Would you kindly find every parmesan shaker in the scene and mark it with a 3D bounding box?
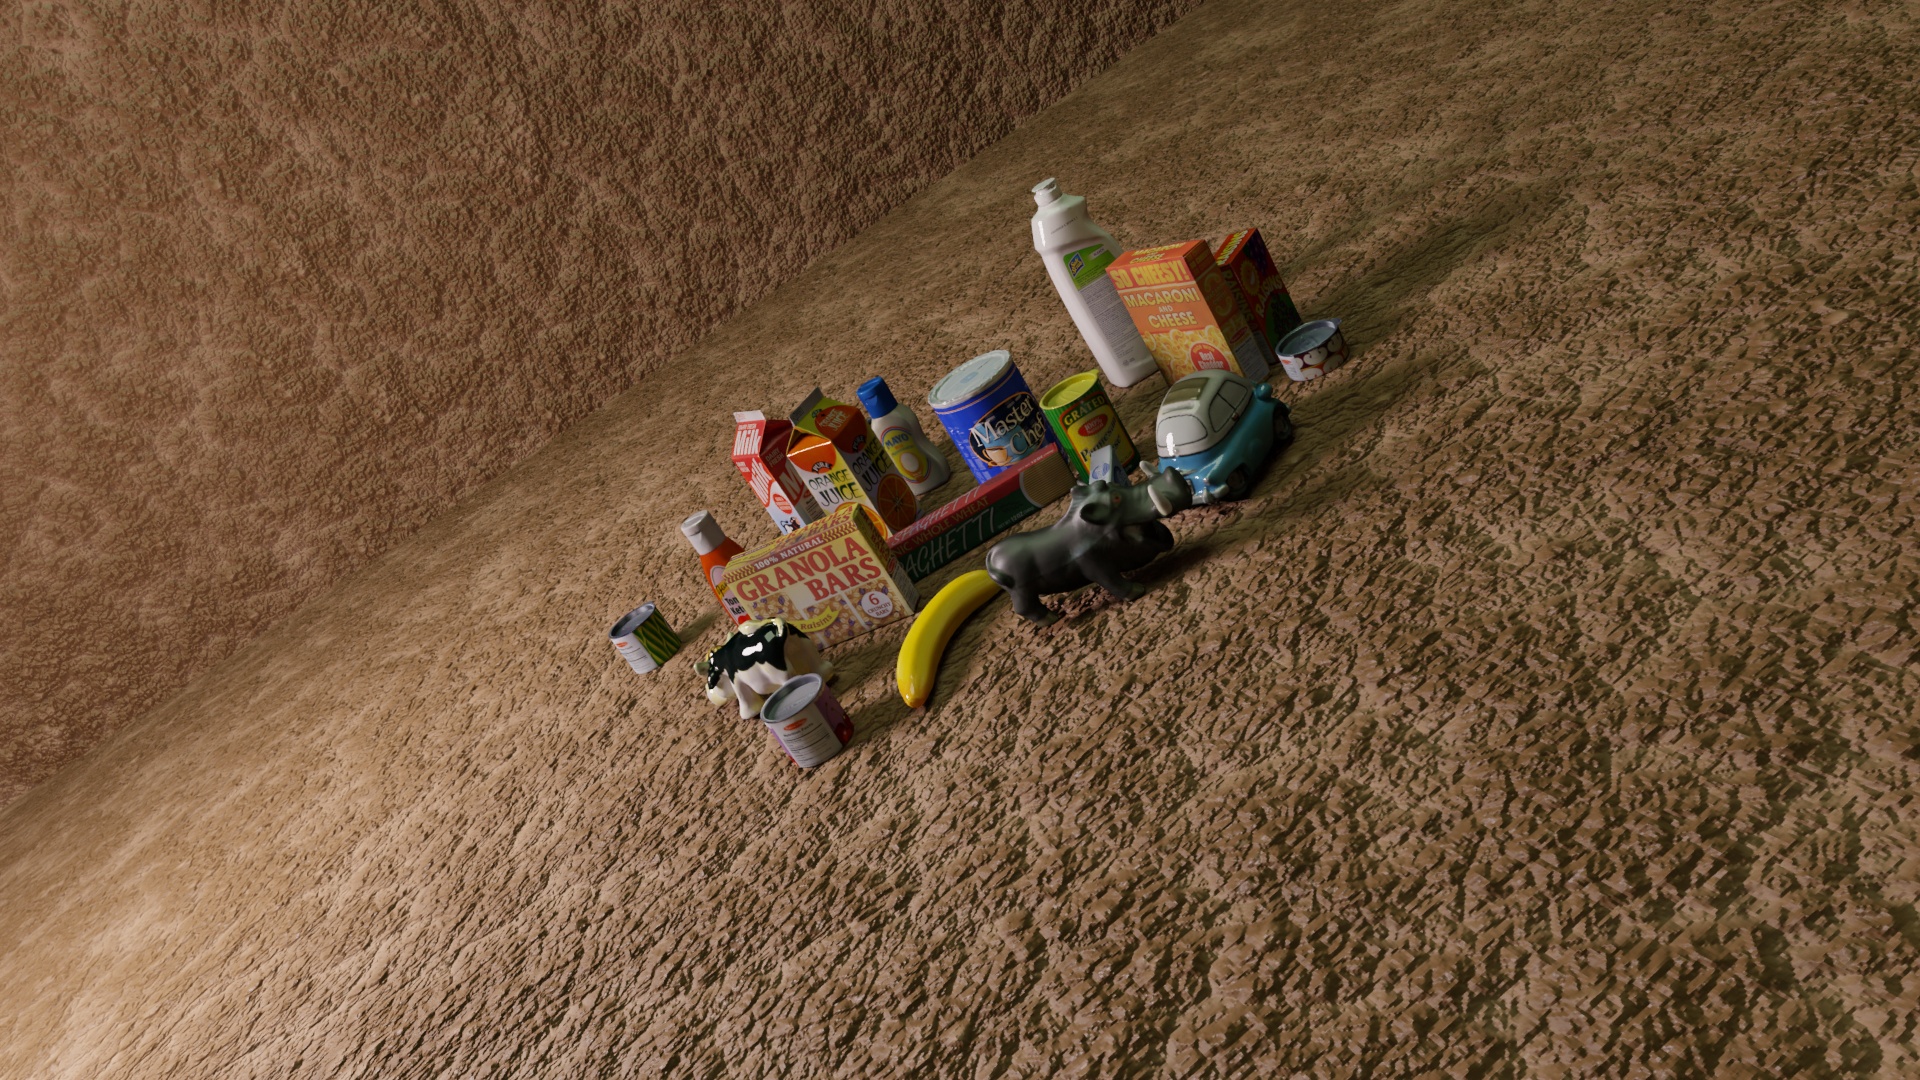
[{"bbox_3d":[0.137,-0.115,1.430,0.071,0.103,0.071,-27,23,12],"label":"parmesan shaker"}]

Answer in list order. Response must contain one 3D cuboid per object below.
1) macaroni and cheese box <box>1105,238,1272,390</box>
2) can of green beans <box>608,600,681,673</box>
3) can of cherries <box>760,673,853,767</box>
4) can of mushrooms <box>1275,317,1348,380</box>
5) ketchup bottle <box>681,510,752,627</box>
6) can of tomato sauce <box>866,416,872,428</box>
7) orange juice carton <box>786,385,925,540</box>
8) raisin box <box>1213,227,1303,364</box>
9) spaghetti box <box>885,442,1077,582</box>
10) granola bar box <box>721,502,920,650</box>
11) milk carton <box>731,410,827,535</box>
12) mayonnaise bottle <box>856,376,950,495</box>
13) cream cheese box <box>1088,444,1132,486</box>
[{"bbox_3d":[0.239,-0.230,1.456,0.040,0.166,0.123,-42,24,-24],"label":"macaroni and cheese box"},{"bbox_3d":[-0.379,0.118,1.670,0.071,0.057,0.071,-27,23,12],"label":"can of green beans"},{"bbox_3d":[-0.139,0.163,1.269,0.071,0.058,0.072,-27,23,12],"label":"can of cherries"},{"bbox_3d":[0.357,-0.193,1.401,0.071,0.033,0.071,-27,23,12],"label":"can of mushrooms"},{"bbox_3d":[-0.260,0.034,1.572,0.064,0.148,0.044,-22,24,23],"label":"ketchup bottle"},{"bbox_3d":[-0.085,-0.114,1.739,0.071,0.083,0.071,-27,23,12],"label":"can of tomato sauce"},{"bbox_3d":[-0.128,-0.081,1.582,0.073,0.192,0.072,-15,28,37],"label":"orange juice carton"},{"bbox_3d":[0.310,-0.257,1.475,0.040,0.123,0.086,-10,31,42],"label":"raisin box"},{"bbox_3d":[0.005,-0.018,1.470,0.250,0.050,0.029,-30,22,4],"label":"spaghetti box"},{"bbox_3d":[-0.143,0.045,1.430,0.165,0.124,0.039,-22,24,23],"label":"granola bar box"},{"bbox_3d":[-0.207,-0.078,1.681,0.074,0.190,0.072,-45,25,-28],"label":"milk carton"},{"bbox_3d":[-0.072,-0.125,1.660,0.064,0.147,0.041,-23,24,22],"label":"mayonnaise bottle"},{"bbox_3d":[0.146,-0.046,1.341,0.024,0.053,0.104,-24,24,19],"label":"cream cheese box"}]
